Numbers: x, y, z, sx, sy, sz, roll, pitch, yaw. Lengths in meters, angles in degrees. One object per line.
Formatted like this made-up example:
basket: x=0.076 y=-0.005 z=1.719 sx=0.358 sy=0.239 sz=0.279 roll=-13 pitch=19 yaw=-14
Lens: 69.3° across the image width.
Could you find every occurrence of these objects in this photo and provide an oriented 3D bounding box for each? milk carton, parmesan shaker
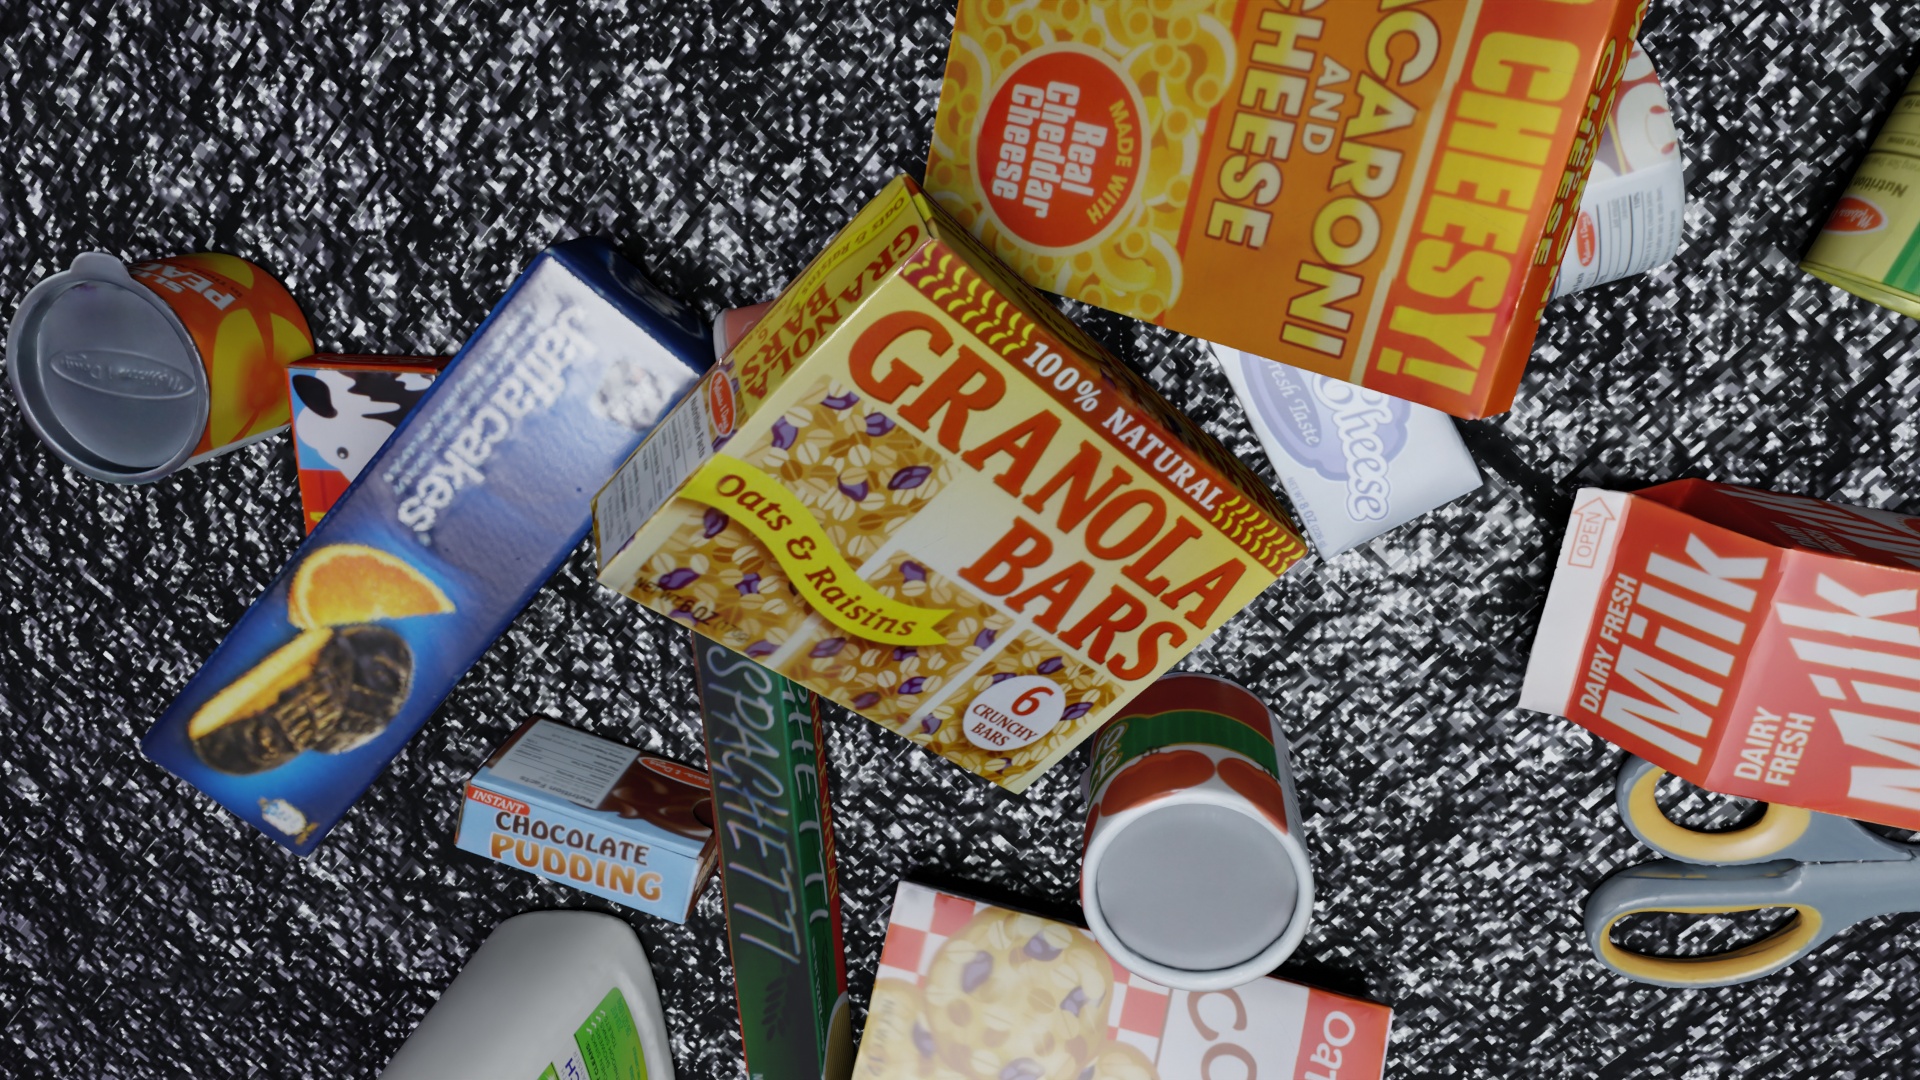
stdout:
milk carton: x=0.261 y=0.033 z=0.389 sx=0.191 sy=0.074 sz=0.072 roll=10 pitch=108 yaw=6
parmesan shaker: x=0.273 y=-0.103 z=0.347 sx=0.071 sy=0.071 sz=0.102 roll=23 pitch=109 yaw=1

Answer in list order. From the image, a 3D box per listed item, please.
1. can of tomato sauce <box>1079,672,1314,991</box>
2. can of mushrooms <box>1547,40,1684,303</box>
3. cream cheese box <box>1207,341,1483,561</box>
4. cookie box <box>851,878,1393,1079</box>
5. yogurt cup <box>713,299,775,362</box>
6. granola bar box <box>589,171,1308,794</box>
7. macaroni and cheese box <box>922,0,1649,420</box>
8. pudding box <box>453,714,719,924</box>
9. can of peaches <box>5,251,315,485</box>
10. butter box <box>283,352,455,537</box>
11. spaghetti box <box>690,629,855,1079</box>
can of tomato sauce: x=0.069 y=0.087 z=0.427 sx=0.071 sy=0.083 sz=0.071 roll=2 pitch=107 yaw=7
can of mushrooms: x=0.162 y=-0.101 z=0.368 sx=0.033 sy=0.071 sz=0.071 roll=-16 pitch=104 yaw=13
cream cheese box: x=0.107 y=-0.051 z=0.411 sx=0.053 sy=0.024 sz=0.103 roll=-28 pitch=101 yaw=14
cookie box: x=0.047 y=0.193 z=0.458 sx=0.167 sy=0.040 sz=0.123 roll=13 pitch=77 yaw=4
yogurt cup: x=-0.036 y=-0.045 z=0.414 sx=0.054 sy=0.072 sz=0.072 roll=-18 pitch=104 yaw=5
granola bar box: x=0.001 y=-0.005 z=0.391 sx=0.124 sy=0.039 sz=0.165 roll=-43 pitch=129 yaw=17
macaroni and cheese box: x=0.074 y=-0.114 z=0.353 sx=0.166 sy=0.040 sz=0.123 roll=23 pitch=111 yaw=30
pudding box: x=-0.122 y=0.094 z=0.475 sx=0.084 sy=0.050 sz=0.030 roll=17 pitch=110 yaw=3
can of peaches: x=-0.252 y=-0.059 z=0.443 sx=0.071 sy=0.058 sz=0.071 roll=2 pitch=107 yaw=8
butter box: x=-0.191 y=-0.010 z=0.467 sx=0.053 sy=0.024 sz=0.103 roll=3 pitch=107 yaw=6
spaghetti box: x=-0.062 y=0.099 z=0.468 sx=0.029 sy=0.050 sz=0.249 roll=-2 pitch=106 yaw=7
